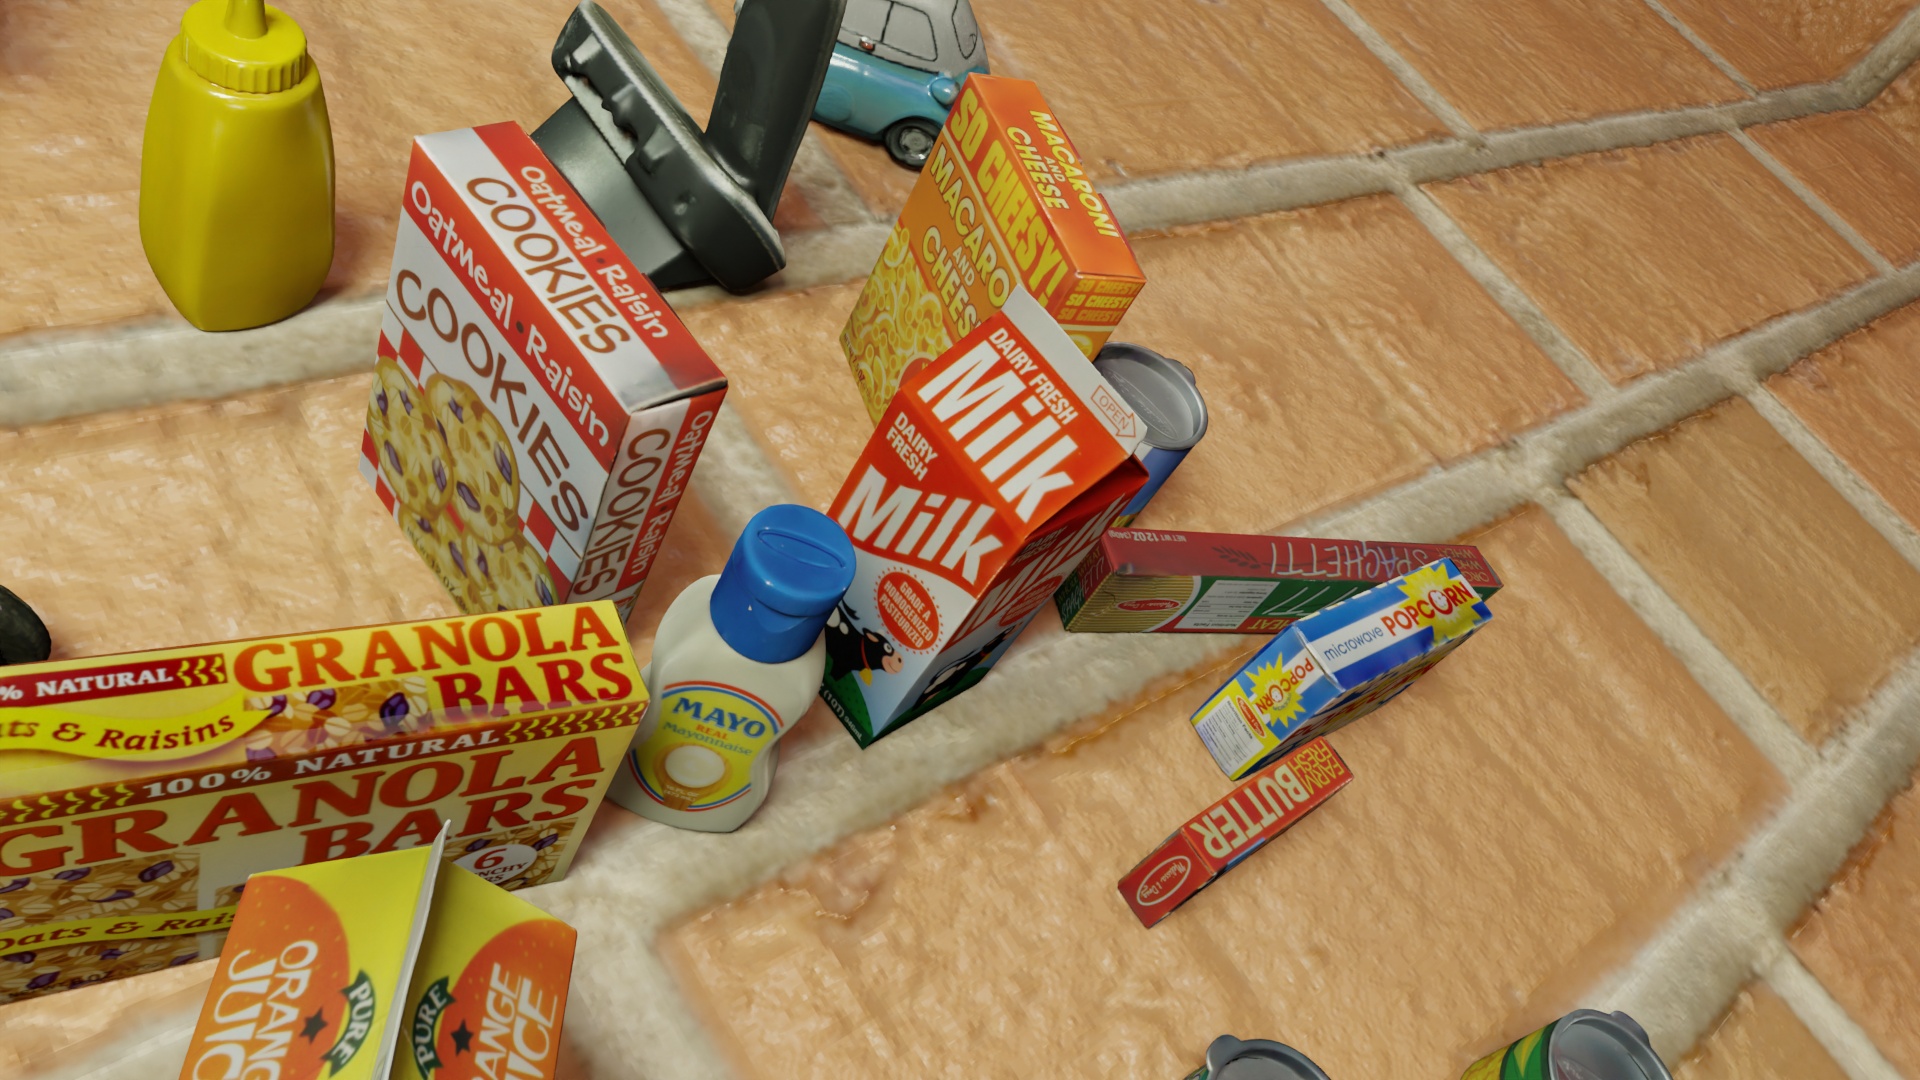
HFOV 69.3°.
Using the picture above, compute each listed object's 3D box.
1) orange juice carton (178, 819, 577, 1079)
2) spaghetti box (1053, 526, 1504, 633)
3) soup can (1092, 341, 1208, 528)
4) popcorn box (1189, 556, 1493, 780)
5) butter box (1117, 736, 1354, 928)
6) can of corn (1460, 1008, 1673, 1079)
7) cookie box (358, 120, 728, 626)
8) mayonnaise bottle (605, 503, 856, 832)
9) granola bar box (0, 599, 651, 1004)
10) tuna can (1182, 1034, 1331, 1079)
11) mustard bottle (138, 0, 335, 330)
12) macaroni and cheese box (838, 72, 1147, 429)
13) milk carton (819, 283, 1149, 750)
[{"bbox_3d":[-0.139,0.137,0.320,0.073,0.191,0.072,16,47,-18],"label":"orange juice carton"},{"bbox_3d":[0.164,0.023,0.692,0.250,0.050,0.029,2,53,-28],"label":"spaghetti box"},{"bbox_3d":[0.072,-0.045,0.673,0.071,0.083,0.072,16,47,-18],"label":"soup can"},{"bbox_3d":[0.177,0.059,0.645,0.127,0.084,0.038,-16,63,-38],"label":"popcorn box"},{"bbox_3d":[0.116,0.120,0.580,0.104,0.052,0.024,-21,66,-40],"label":"butter box"},{"bbox_3d":[0.245,0.229,0.558,0.071,0.058,0.071,16,47,-18],"label":"can of corn"},{"bbox_3d":[-0.151,-0.039,0.481,0.040,0.166,0.123,-26,69,-42],"label":"cookie box"},{"bbox_3d":[-0.077,0.046,0.465,0.065,0.147,0.041,21,46,-14],"label":"mayonnaise bottle"},{"bbox_3d":[-0.187,0.073,0.396,0.166,0.123,0.039,-6,57,-33],"label":"granola bar box"},{"bbox_3d":[0.107,0.218,0.507,0.071,0.032,0.071,16,47,-18],"label":"tuna can"},{"bbox_3d":[-0.265,-0.148,0.513,0.049,0.159,0.065,48,46,14],"label":"mustard bottle"},{"bbox_3d":[0.007,-0.103,0.627,0.040,0.165,0.124,-3,55,-32],"label":"macaroni and cheese box"},{"bbox_3d":[0.002,-0.007,0.525,0.074,0.189,0.072,-25,69,-41],"label":"milk carton"}]
